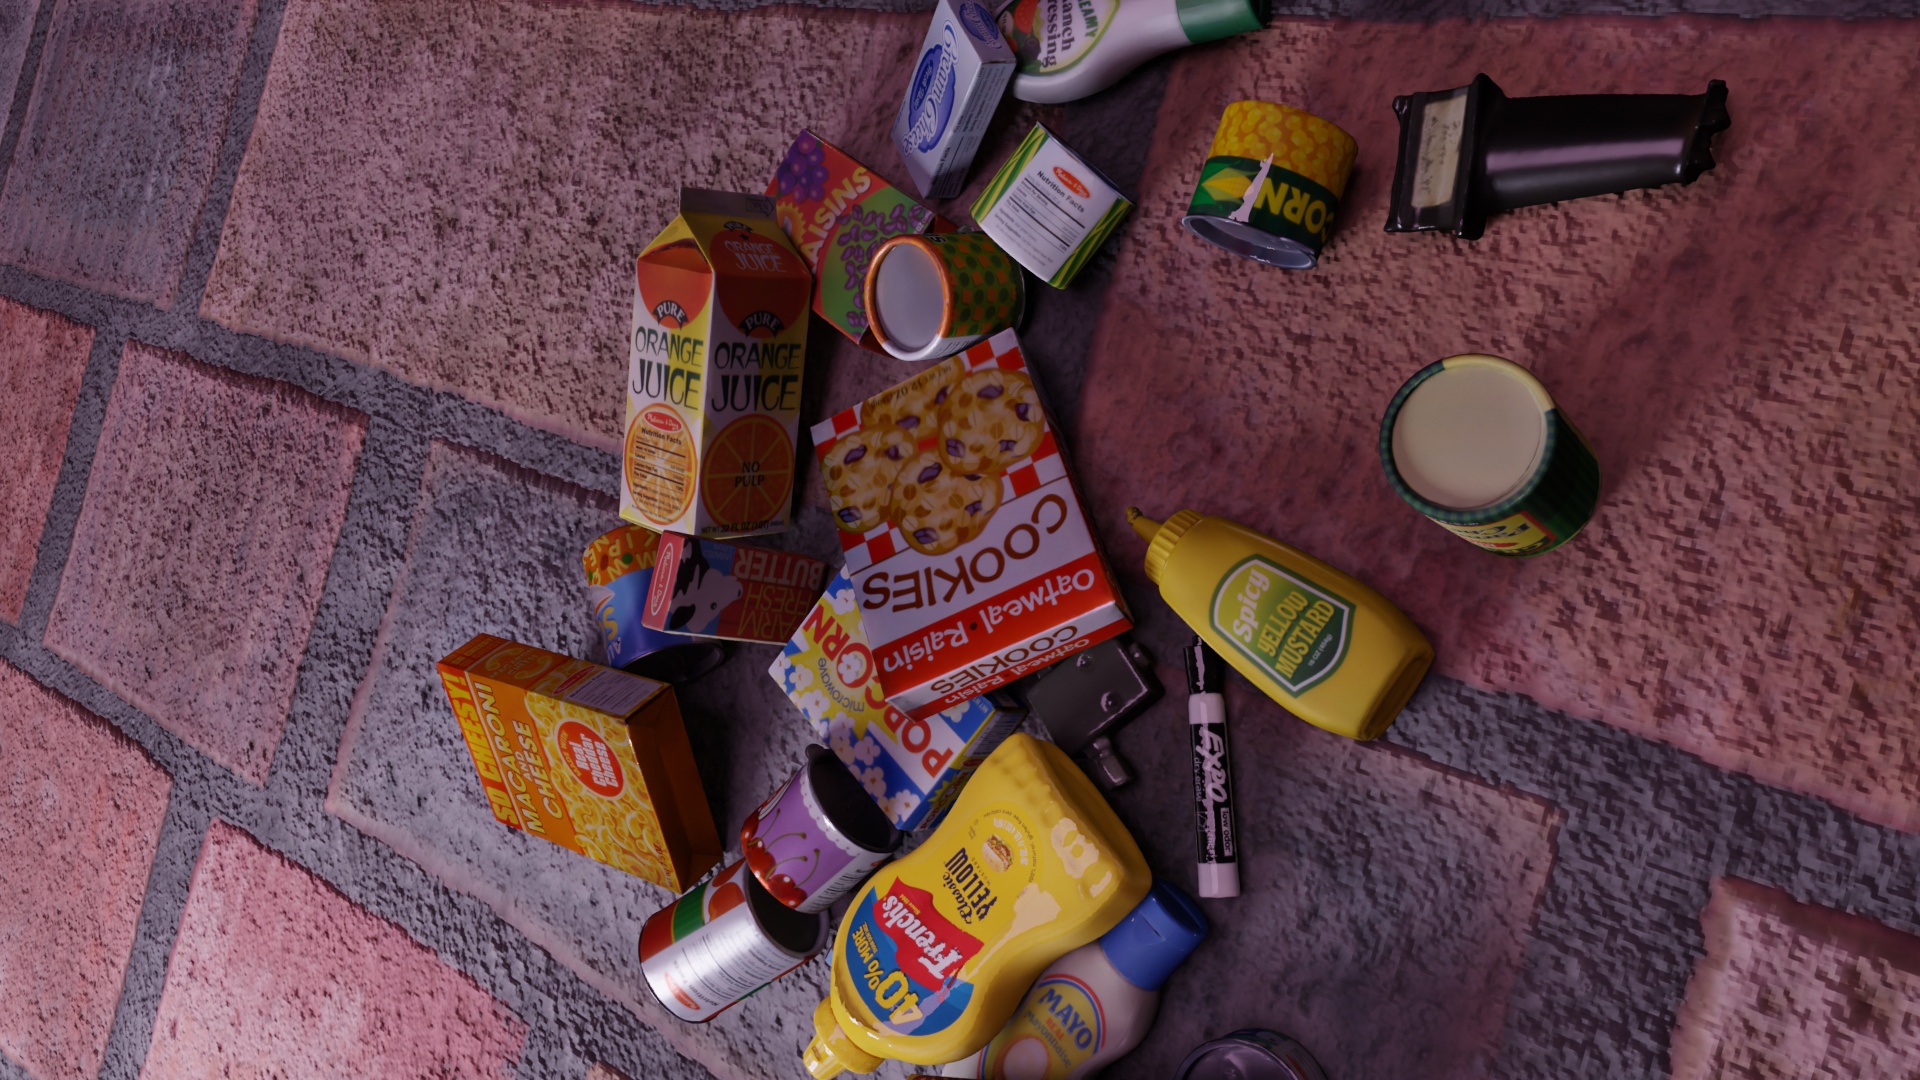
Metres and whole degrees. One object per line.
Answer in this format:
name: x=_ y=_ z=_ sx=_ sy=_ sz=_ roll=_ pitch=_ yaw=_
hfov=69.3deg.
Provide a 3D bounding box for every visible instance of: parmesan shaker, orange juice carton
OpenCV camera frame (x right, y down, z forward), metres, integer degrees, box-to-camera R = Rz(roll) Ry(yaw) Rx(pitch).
parmesan shaker: x=0.213 y=-0.033 z=0.562 sx=0.071 sy=0.103 sz=0.071 roll=-6 pitch=79 yaw=32
orange juice carton: x=-0.139 y=-0.101 z=0.789 sx=0.073 sy=0.072 sz=0.192 roll=17 pitch=105 yaw=39

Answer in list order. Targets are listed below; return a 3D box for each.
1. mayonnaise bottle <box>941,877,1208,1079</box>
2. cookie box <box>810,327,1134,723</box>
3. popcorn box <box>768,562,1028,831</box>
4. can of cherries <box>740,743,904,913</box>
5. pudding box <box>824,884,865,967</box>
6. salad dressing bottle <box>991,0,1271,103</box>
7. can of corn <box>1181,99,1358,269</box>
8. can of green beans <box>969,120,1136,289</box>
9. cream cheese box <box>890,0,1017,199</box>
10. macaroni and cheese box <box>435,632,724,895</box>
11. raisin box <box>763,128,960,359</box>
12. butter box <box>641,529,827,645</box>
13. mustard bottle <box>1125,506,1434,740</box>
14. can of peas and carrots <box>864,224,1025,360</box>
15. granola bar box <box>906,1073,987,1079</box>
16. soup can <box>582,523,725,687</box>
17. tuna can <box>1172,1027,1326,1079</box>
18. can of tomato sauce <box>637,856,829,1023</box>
mayonnaise bottle: x=0.056 y=0.223 z=0.654 sx=0.065 sy=0.041 sz=0.147 roll=46 pitch=107 yaw=27
cookie box: x=0.003 y=-0.009 z=0.705 sx=0.123 sy=0.040 sz=0.168 roll=-25 pitch=61 yaw=12
popcorn box: x=-0.035 y=0.080 z=0.740 sx=0.127 sy=0.038 sz=0.085 roll=45 pitch=106 yaw=30
can of cherries: x=-0.075 y=0.152 z=0.736 sx=0.058 sy=0.071 sz=0.072 roll=-44 pitch=62 yaw=20
pudding box: x=-0.025 y=0.220 z=0.714 sx=0.084 sy=0.030 sz=0.049 roll=32 pitch=98 yaw=32
salad dressing bottle: x=0.085 y=-0.269 z=0.722 sx=0.147 sy=0.044 sz=0.064 roll=-3 pitch=81 yaw=32
can of corn: x=0.147 y=-0.166 z=0.650 sx=0.071 sy=0.071 sz=0.058 roll=22 pitch=94 yaw=33
can of green beans: x=0.047 y=-0.172 z=0.716 sx=0.057 sy=0.071 sz=0.071 roll=-49 pitch=60 yaw=17
cream cheese box: x=-0.005 y=-0.240 z=0.756 sx=0.053 sy=0.024 sz=0.103 roll=64 pitch=150 yaw=22
macaroni and cheese box: x=-0.224 y=0.128 z=0.817 sx=0.166 sy=0.040 sz=0.123 roll=10 pitch=123 yaw=34
raisin box: x=-0.066 y=-0.173 z=0.805 sx=0.123 sy=0.040 sz=0.086 roll=40 pitch=104 yaw=32
butter box: x=-0.123 y=0.028 z=0.768 sx=0.024 sy=0.103 sz=0.053 roll=14 pitch=92 yaw=43
mustard bottle: x=0.133 y=0.027 z=0.636 sx=0.160 sy=0.049 sz=0.065 roll=35 pitch=99 yaw=32
can of peas and carrots: x=-0.009 y=-0.133 z=0.737 sx=0.071 sy=0.059 sz=0.070 roll=13 pitch=109 yaw=43
granola bar box: x=0.057 y=0.300 z=0.607 sx=0.165 sy=0.039 sz=0.124 roll=-9 pitch=109 yaw=31
soup can: x=-0.186 y=0.040 z=0.825 sx=0.071 sy=0.071 sz=0.084 roll=-32 pitch=66 yaw=25
tuna can: x=0.126 y=0.251 z=0.610 sx=0.071 sy=0.033 sz=0.071 roll=-6 pitch=78 yaw=32
can of tomato sauce: x=-0.122 y=0.213 z=0.758 sx=0.083 sy=0.071 sz=0.071 roll=-35 pitch=65 yaw=22
